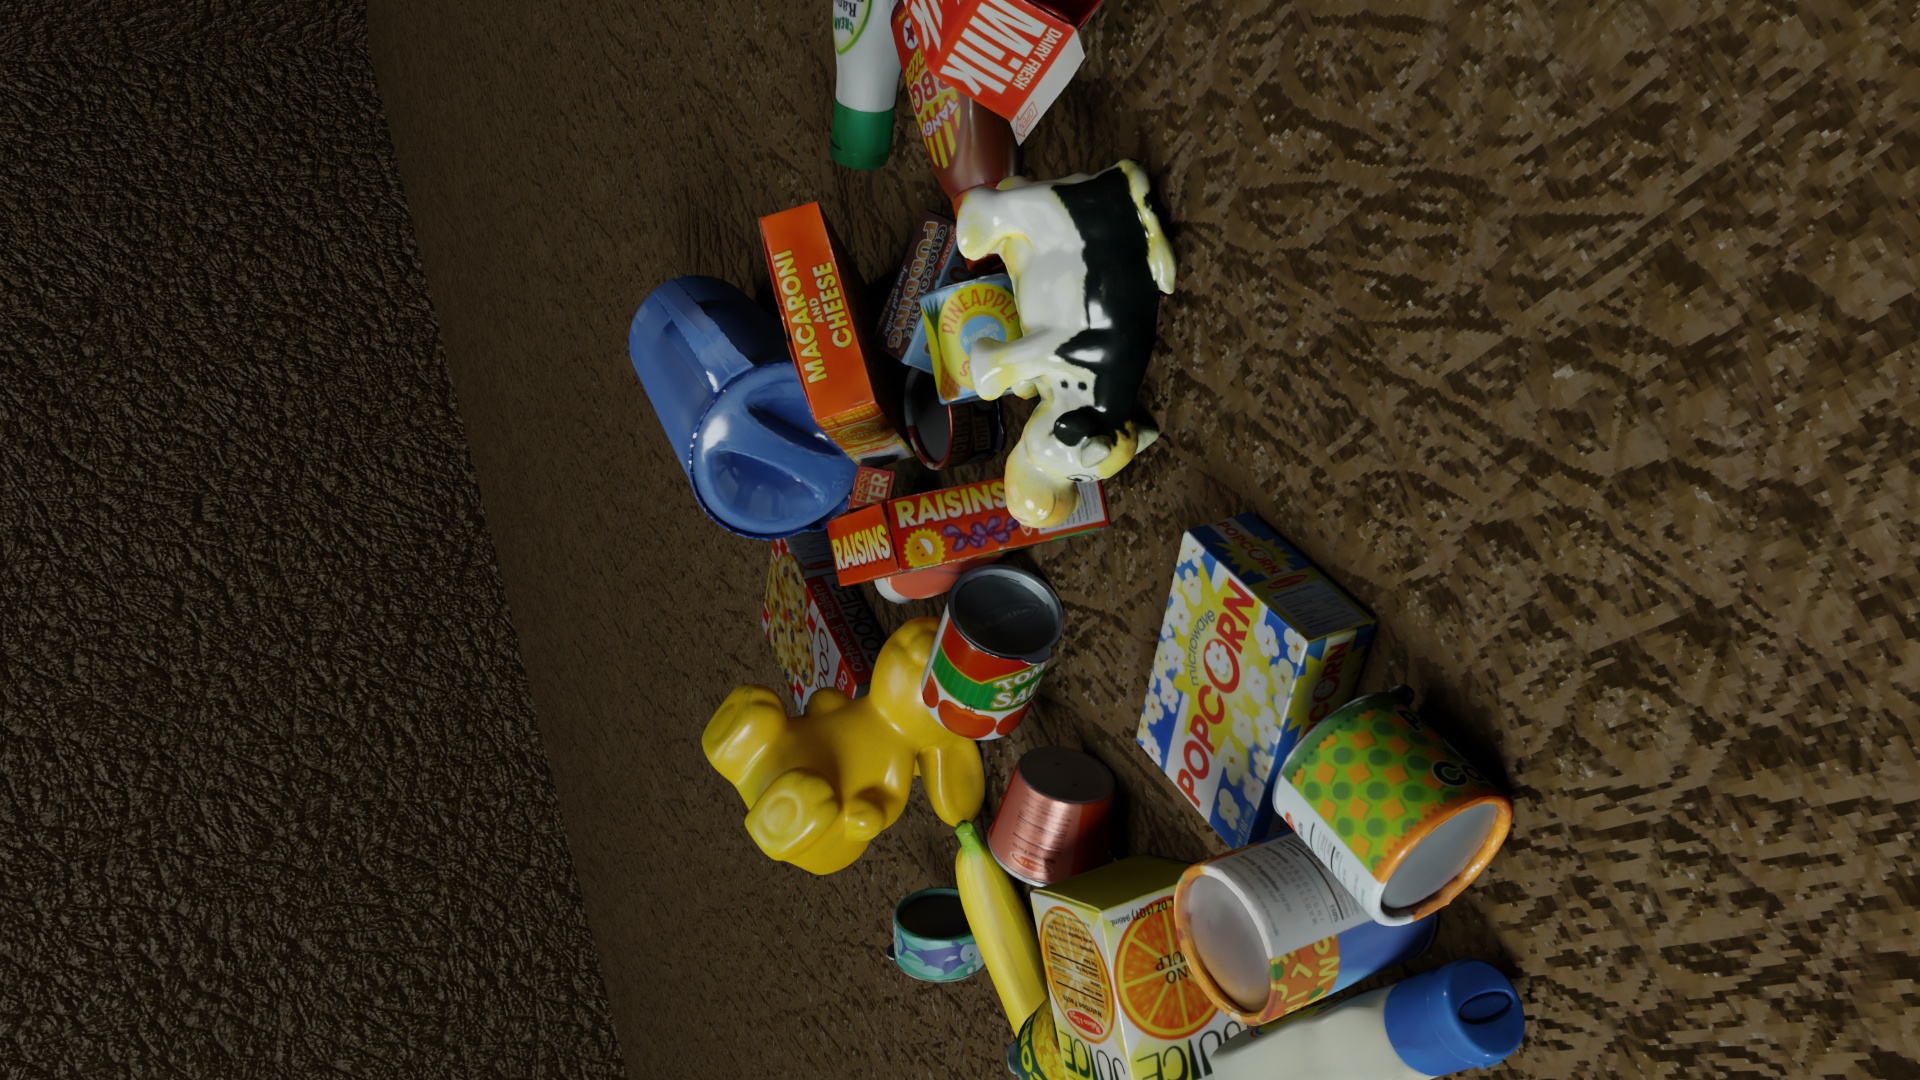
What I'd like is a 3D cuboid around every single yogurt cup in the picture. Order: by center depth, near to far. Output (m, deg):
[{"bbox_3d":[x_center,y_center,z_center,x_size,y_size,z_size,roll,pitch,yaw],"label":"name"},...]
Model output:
[{"bbox_3d":[0.053,0.150,0.763,0.072,0.072,0.053,43,129,50],"label":"yogurt cup"}]

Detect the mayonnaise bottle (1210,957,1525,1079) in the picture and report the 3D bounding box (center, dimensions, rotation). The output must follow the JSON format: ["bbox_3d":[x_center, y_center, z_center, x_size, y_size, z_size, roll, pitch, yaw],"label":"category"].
[{"bbox_3d":[0.165,0.204,0.565,0.147,0.065,0.041,-52,51,53],"label":"mayonnaise bottle"}]

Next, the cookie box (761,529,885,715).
[{"bbox_3d":[-0.103,0.084,1.076,0.168,0.040,0.122,59,148,36],"label":"cookie box"}]

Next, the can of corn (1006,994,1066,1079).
[{"bbox_3d":[0.068,0.281,0.777,0.071,0.071,0.058,63,149,29],"label":"can of corn"}]

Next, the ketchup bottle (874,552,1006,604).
[{"bbox_3d":[-0.021,0.012,0.859,0.148,0.065,0.043,145,122,-71],"label":"ketchup bottle"}]

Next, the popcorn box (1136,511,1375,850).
[{"bbox_3d":[0.125,0.064,0.609,0.085,0.038,0.126,50,142,45],"label":"popcorn box"}]

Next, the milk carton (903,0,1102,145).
[{"bbox_3d":[0.013,-0.286,0.650,0.072,0.074,0.191,-42,64,61],"label":"milk carton"}]

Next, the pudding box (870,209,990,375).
[{"bbox_3d":[-0.014,-0.138,0.779,0.050,0.030,0.083,39,109,52],"label":"pudding box"}]

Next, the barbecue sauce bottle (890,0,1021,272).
[{"bbox_3d":[0.005,-0.217,0.729,0.064,0.044,0.148,-19,84,58],"label":"barbecue sauce bottle"}]

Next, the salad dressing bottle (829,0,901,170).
[{"bbox_3d":[-0.052,-0.292,0.812,0.064,0.044,0.146,52,144,42],"label":"salad dressing bottle"}]

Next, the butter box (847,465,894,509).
[{"bbox_3d":[-0.062,-0.017,0.914,0.103,0.024,0.053,147,136,-83],"label":"butter box"}]

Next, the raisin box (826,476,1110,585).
[{"bbox_3d":[0.003,-0.009,0.728,0.086,0.124,0.040,-13,89,64],"label":"raisin box"}]

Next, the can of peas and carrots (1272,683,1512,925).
[{"bbox_3d":[0.163,0.098,0.519,0.059,0.071,0.070,50,143,43],"label":"can of peas and carrots"}]

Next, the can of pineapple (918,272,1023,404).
[{"bbox_3d":[0.015,-0.105,0.725,0.071,0.071,0.058,-7,96,64],"label":"can of pineapple"}]

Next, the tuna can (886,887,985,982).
[{"bbox_3d":[-0.015,0.265,0.939,0.071,0.071,0.032,29,125,57],"label":"tuna can"}]

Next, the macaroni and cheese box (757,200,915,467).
[{"bbox_3d":[-0.072,-0.117,0.842,0.166,0.040,0.124,47,-154,-81],"label":"macaroni and cheese box"}]

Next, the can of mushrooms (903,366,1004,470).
[{"bbox_3d":[-0.005,-0.075,0.818,0.071,0.033,0.070,34,129,55],"label":"can of mushrooms"}]

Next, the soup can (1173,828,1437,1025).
[{"bbox_3d":[0.139,0.153,0.566,0.071,0.084,0.071,37,133,54],"label":"soup can"}]

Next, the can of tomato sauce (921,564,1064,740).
[{"bbox_3d":[0.018,0.066,0.795,0.071,0.071,0.082,60,149,32],"label":"can of tomato sauce"}]

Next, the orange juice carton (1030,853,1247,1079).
[{"bbox_3d":[0.100,0.265,0.705,0.073,0.072,0.192,-10,91,64],"label":"orange juice carton"}]
